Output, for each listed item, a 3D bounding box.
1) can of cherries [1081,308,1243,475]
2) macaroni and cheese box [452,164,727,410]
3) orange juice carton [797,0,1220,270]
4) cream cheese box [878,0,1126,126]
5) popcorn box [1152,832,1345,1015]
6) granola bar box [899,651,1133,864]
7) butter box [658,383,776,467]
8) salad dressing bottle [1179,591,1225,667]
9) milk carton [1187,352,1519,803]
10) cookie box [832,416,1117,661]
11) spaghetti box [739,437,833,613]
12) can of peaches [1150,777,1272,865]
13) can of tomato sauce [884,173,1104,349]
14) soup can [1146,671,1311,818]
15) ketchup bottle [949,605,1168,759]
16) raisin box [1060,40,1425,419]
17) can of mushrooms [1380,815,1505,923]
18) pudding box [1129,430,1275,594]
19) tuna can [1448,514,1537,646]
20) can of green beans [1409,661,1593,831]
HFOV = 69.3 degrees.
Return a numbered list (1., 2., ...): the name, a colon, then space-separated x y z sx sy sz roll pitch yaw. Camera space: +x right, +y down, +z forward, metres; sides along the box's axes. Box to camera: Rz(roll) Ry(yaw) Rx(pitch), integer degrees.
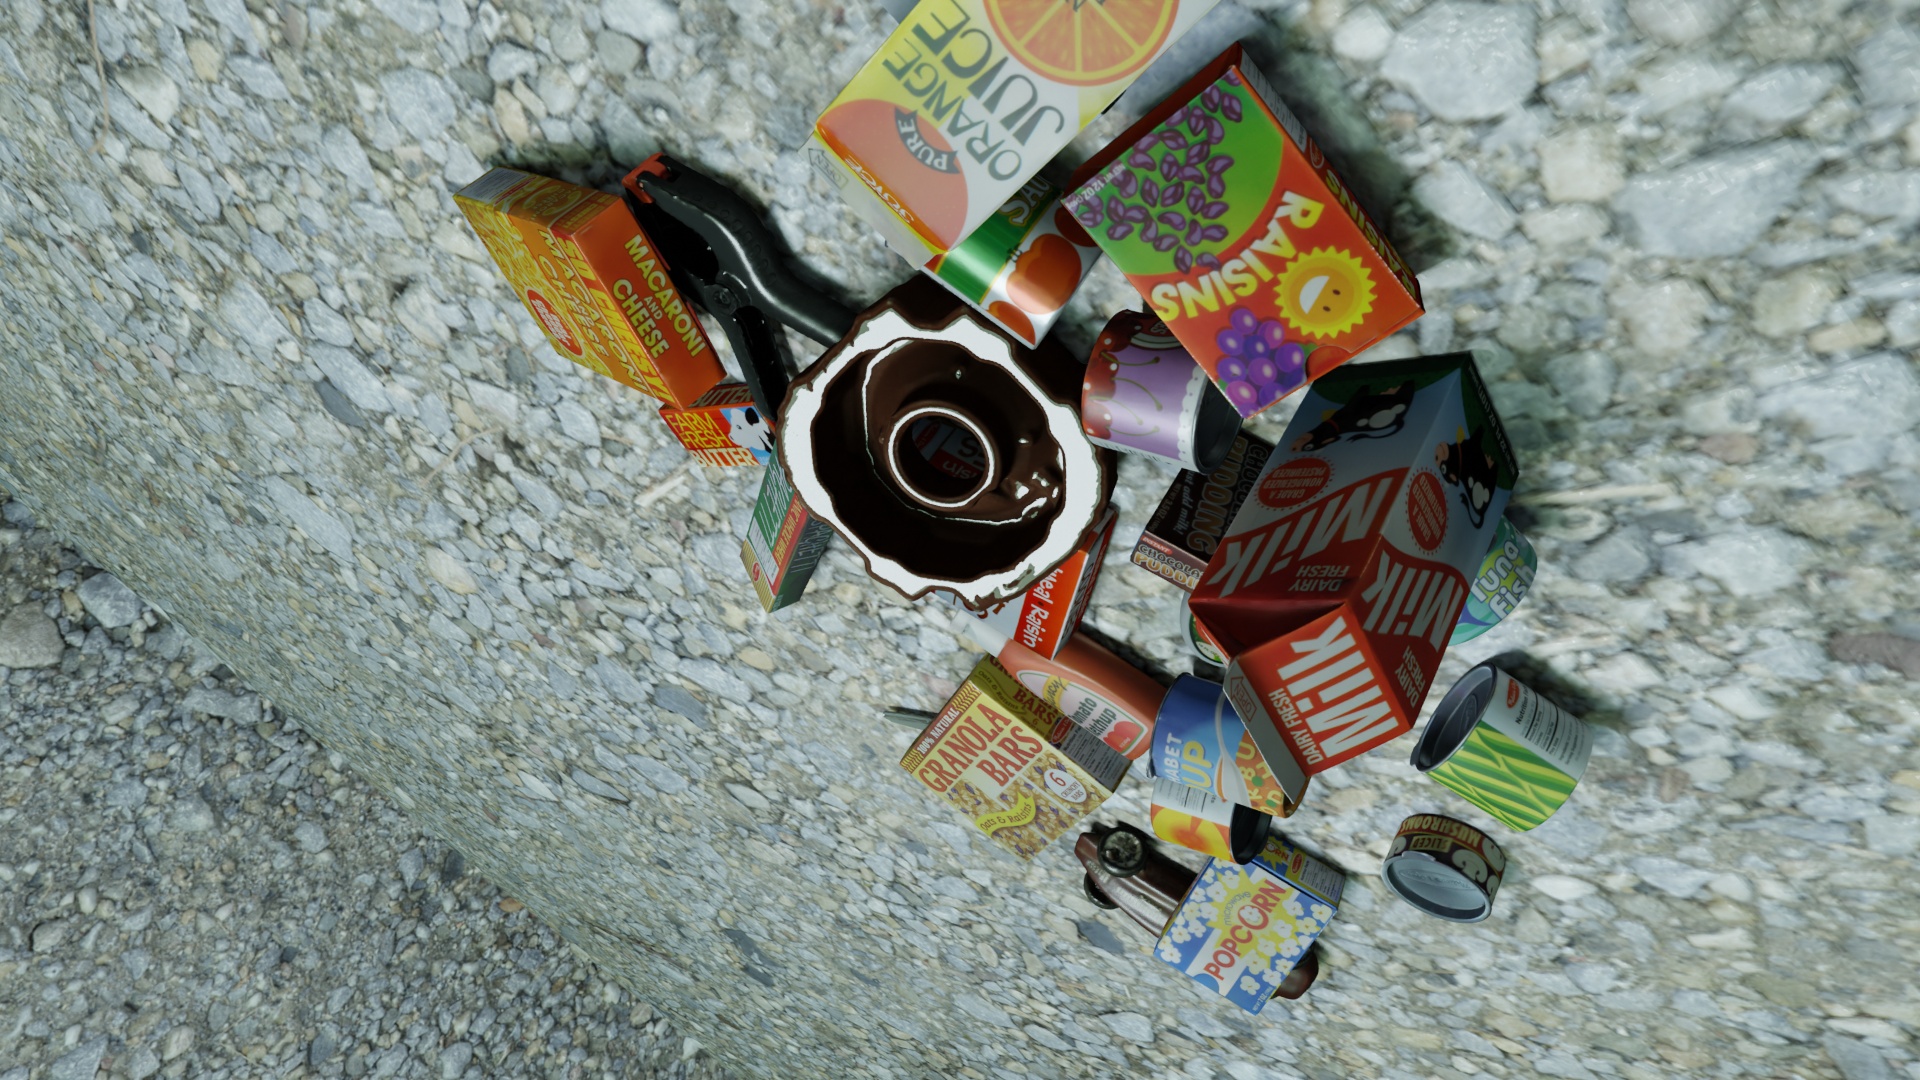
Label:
1. can of cherries: 0.096 -0.072 0.640 0.058 0.072 0.071 18 144 28
2. macaroni and cheese box: -0.219 -0.152 0.817 0.166 0.040 0.123 24 150 45
3. orange juice carton: 0.016 -0.179 0.518 0.071 0.073 0.192 43 132 -13
4. cream cheese box: 0.015 -0.207 0.572 0.103 0.024 0.053 44 149 -14
5. popcorn box: 0.200 0.262 0.968 0.085 0.038 0.126 29 125 9
6. granola bar box: 0.036 0.157 0.993 0.124 0.039 0.164 38 145 3
7. butter box: -0.147 -0.074 0.903 0.103 0.024 0.053 1 136 43
8. salad dressing bottle: 0.163 0.018 0.713 0.064 0.044 0.147 26 149 -4
9. milk carton: 0.158 0.012 0.568 0.073 0.191 0.072 -2 132 44
10. cookie box: 0.003 -0.010 0.832 0.167 0.040 0.122 29 148 12
11. spaghetti box: -0.110 -0.011 0.898 0.050 0.029 0.249 63 159 11
12. can of peaches: 0.163 0.170 0.894 0.058 0.071 0.071 11 141 35
13. can of tomato sauce: 0.019 -0.137 0.623 0.083 0.071 0.071 35 148 -1
14. soup can: 0.163 0.124 0.828 0.084 0.072 0.071 15 143 29
15. ketchup bottle: 0.064 0.080 0.891 0.149 0.044 0.064 34 149 4
16. raisin box: 0.113 -0.120 0.553 0.086 0.040 0.123 -33 110 29
17. can of mushrooms: 0.292 0.197 0.841 0.071 0.033 0.070 25 148 17
18. pudding box: 0.123 -0.014 0.670 0.050 0.084 0.030 30 148 10
19. tuna can: 0.224 0.014 0.627 0.033 0.071 0.071 43 148 -14
20. can of green beans: 0.274 0.105 0.702 0.058 0.071 0.071 33 148 3
